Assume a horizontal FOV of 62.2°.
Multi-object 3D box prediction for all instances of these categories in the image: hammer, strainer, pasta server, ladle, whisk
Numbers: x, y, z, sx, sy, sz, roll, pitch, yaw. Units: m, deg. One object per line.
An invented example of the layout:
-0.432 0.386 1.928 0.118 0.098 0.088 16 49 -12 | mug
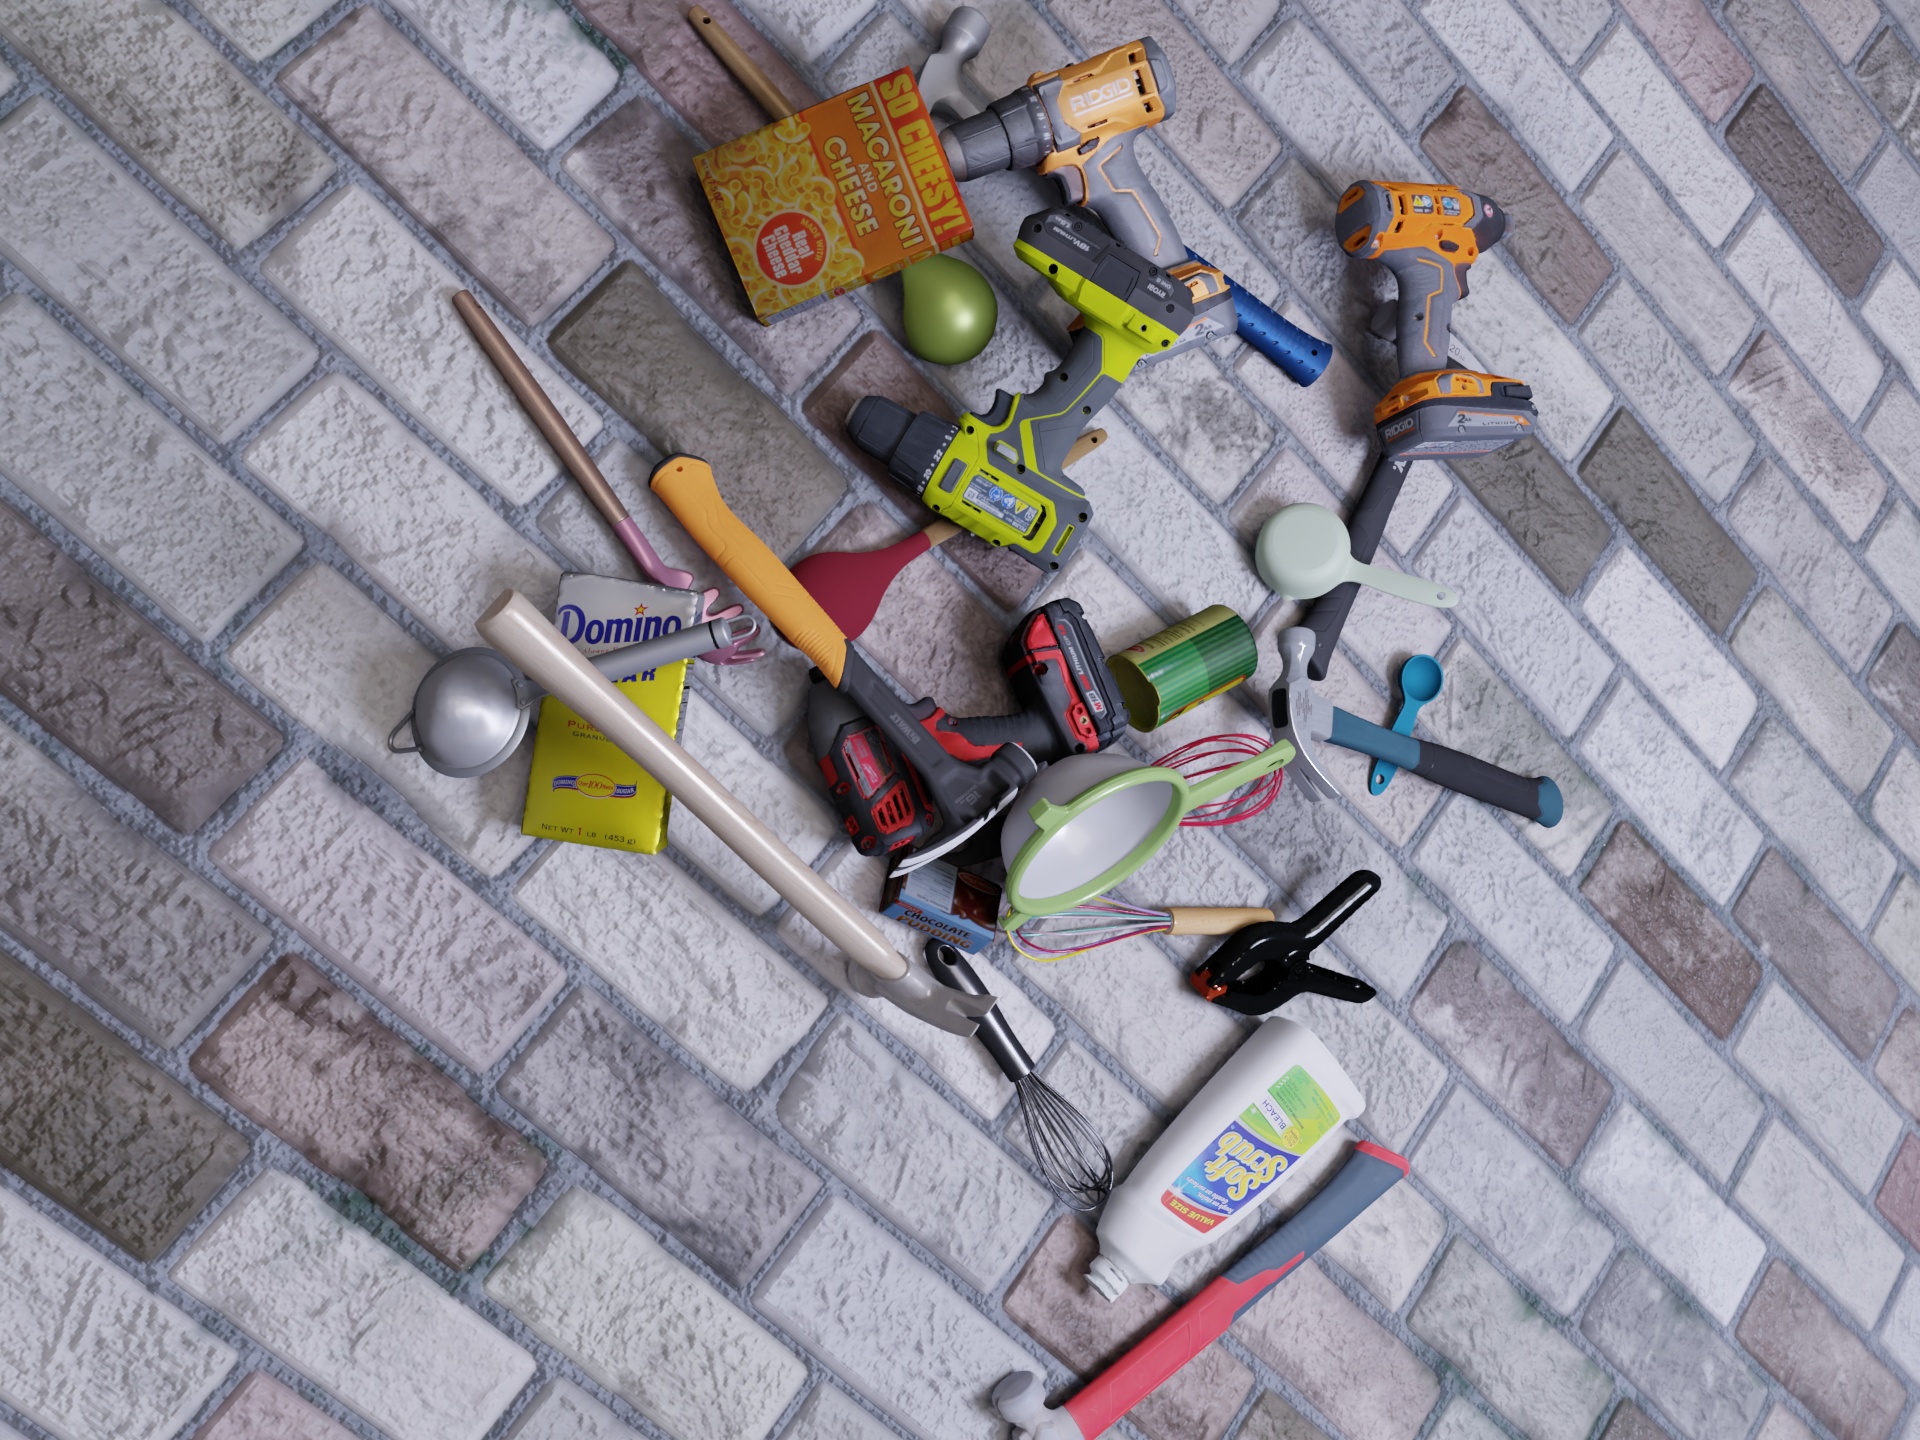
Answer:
0.383 0.030 1.316 0.330 0.033 0.128 18 71 -29 | hammer
-0.101 -0.050 1.087 0.127 0.034 0.337 -38 82 -29 | hammer
-0.253 -0.027 1.009 0.258 0.050 0.087 -17 74 3 | strainer
-0.243 -0.163 1.091 0.040 0.060 0.316 -32 98 19 | pasta server
-0.006 -0.147 1.196 0.315 0.031 0.069 -34 98 -23 | ladle
0.127 0.048 1.149 0.256 0.151 0.069 -22 58 -25 | strainer
0.042 0.260 1.173 0.055 0.055 0.239 -35 95 -22 | whisk
0.209 0.462 1.228 0.386 0.038 0.143 -30 99 -22 | hammer
-0.138 0.067 1.003 0.410 0.146 0.038 47 69 -29 | hammer
0.140 0.159 1.224 0.244 0.051 0.047 3 50 -28 | whisk
0.357 -0.183 1.348 0.146 0.035 0.335 31 75 -17 | hammer
0.131 -0.389 1.269 0.405 0.035 0.144 31 74 -18 | hammer
-0.090 -0.396 1.180 0.078 0.062 0.320 -43 95 -12 | ladle
0.115 0.066 1.214 0.295 0.073 0.073 -13 91 -17 | whisk

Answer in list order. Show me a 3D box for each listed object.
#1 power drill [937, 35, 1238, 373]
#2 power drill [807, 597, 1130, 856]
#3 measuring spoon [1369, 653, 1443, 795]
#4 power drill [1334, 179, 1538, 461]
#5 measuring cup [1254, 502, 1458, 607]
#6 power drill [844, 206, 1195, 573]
0.095 -0.372 1.191 0.185 0.084 0.226 -23 104 -9 | power drill
-0.002 -0.004 1.155 0.219 0.078 0.143 -22 83 -19 | power drill
0.371 0.004 1.351 0.042 0.021 0.128 25 85 -19 | measuring spoon
0.407 -0.336 1.321 0.164 0.084 0.226 -6 84 -22 | power drill
0.319 -0.126 1.278 0.167 0.038 0.083 19 80 15 | measuring cup
0.043 -0.244 1.140 0.190 0.080 0.228 31 104 -2 | power drill
